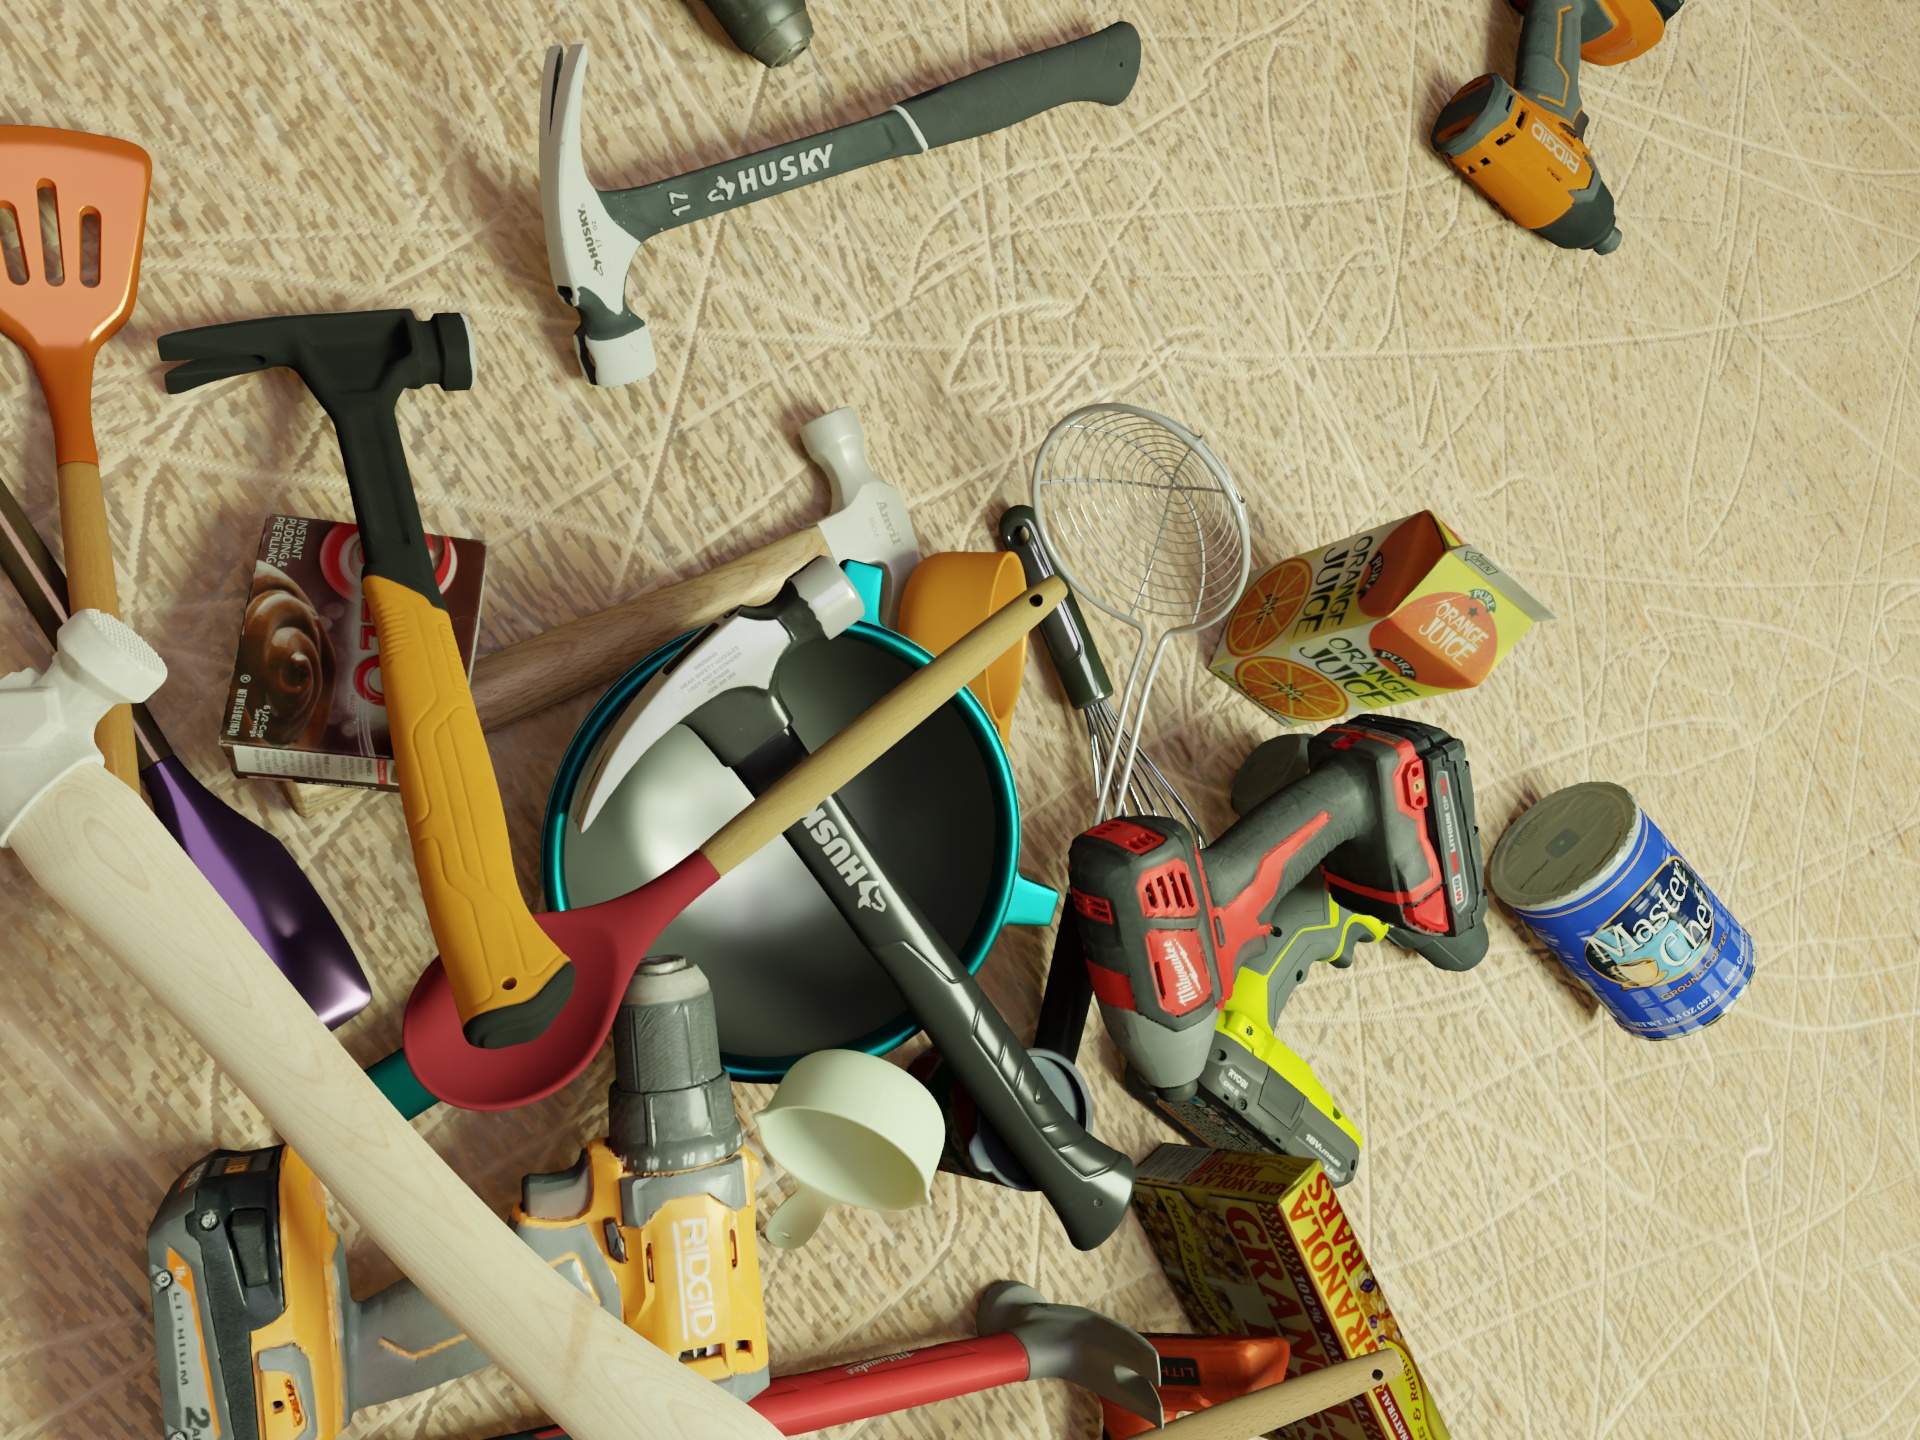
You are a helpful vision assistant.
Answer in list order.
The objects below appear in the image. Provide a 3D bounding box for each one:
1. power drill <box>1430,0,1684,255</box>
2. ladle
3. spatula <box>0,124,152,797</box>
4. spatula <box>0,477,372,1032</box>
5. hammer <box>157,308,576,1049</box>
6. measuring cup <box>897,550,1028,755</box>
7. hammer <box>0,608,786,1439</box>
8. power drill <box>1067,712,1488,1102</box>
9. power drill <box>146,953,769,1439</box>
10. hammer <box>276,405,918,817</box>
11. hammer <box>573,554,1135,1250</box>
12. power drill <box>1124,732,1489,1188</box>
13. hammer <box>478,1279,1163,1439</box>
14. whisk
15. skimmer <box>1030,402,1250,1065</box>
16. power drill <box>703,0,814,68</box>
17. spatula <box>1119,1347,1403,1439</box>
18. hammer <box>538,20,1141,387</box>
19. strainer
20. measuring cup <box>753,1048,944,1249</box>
[{"bbox_3d":[0.434,-0.449,1.131,0.164,0.084,0.226,31,73,-24],"label":"power drill"},{"bbox_3d":[-0.079,0.039,0.628,0.315,0.031,0.069,-38,87,-12],"label":"ladle"},{"bbox_3d":[-0.346,-0.081,0.628,0.081,0.041,0.323,-6,77,-32],"label":"spatula"},{"bbox_3d":[-0.342,-0.004,0.645,0.060,0.018,0.316,-34,101,-34],"label":"spatula"},{"bbox_3d":[-0.222,-0.029,0.626,0.127,0.034,0.337,-11,63,-25],"label":"hammer"},{"bbox_3d":[-0.001,-0.003,0.821,0.095,0.052,0.173,-41,135,-69],"label":"measuring cup"},{"bbox_3d":[-0.223,0.149,0.558,0.411,0.038,0.146,44,84,7],"label":"hammer"},{"bbox_3d":[0.157,0.091,0.796,0.219,0.079,0.143,-22,109,-27],"label":"power drill"},{"bbox_3d":[-0.192,0.197,0.633,0.226,0.084,0.185,-5,92,-18],"label":"power drill"},{"bbox_3d":[-0.157,-0.037,0.750,0.331,0.031,0.130,-28,96,-30],"label":"hammer"},{"bbox_3d":[-0.025,0.105,0.690,0.146,0.035,0.334,-37,107,-9],"label":"hammer"},{"bbox_3d":[0.207,0.146,0.908,0.190,0.080,0.229,41,62,-18],"label":"power drill"},{"bbox_3d":[-0.103,0.304,0.677,0.386,0.143,0.038,-1,85,-26],"label":"hammer"},{"bbox_3d":[0.075,-0.004,0.873,0.059,0.058,0.246,-22,90,-65],"label":"whisk"},{"bbox_3d":[0.063,0.027,0.806,0.090,0.127,0.363,11,92,-53],"label":"skimmer"},{"bbox_3d":[-0.089,-0.465,0.832,0.227,0.080,0.187,-44,105,-25],"label":"power drill"},{"bbox_3d":[0.053,0.343,0.734,0.317,0.044,0.082,-16,89,-8],"label":"spatula"},{"bbox_3d":[-0.044,-0.311,0.835,0.409,0.036,0.149,-33,126,-34],"label":"hammer"},{"bbox_3d":[-0.139,0.083,0.720,0.340,0.095,0.211,-31,106,-9],"label":"strainer"},{"bbox_3d":[-0.057,0.195,0.706,0.083,0.167,0.038,27,51,-2],"label":"measuring cup"}]
